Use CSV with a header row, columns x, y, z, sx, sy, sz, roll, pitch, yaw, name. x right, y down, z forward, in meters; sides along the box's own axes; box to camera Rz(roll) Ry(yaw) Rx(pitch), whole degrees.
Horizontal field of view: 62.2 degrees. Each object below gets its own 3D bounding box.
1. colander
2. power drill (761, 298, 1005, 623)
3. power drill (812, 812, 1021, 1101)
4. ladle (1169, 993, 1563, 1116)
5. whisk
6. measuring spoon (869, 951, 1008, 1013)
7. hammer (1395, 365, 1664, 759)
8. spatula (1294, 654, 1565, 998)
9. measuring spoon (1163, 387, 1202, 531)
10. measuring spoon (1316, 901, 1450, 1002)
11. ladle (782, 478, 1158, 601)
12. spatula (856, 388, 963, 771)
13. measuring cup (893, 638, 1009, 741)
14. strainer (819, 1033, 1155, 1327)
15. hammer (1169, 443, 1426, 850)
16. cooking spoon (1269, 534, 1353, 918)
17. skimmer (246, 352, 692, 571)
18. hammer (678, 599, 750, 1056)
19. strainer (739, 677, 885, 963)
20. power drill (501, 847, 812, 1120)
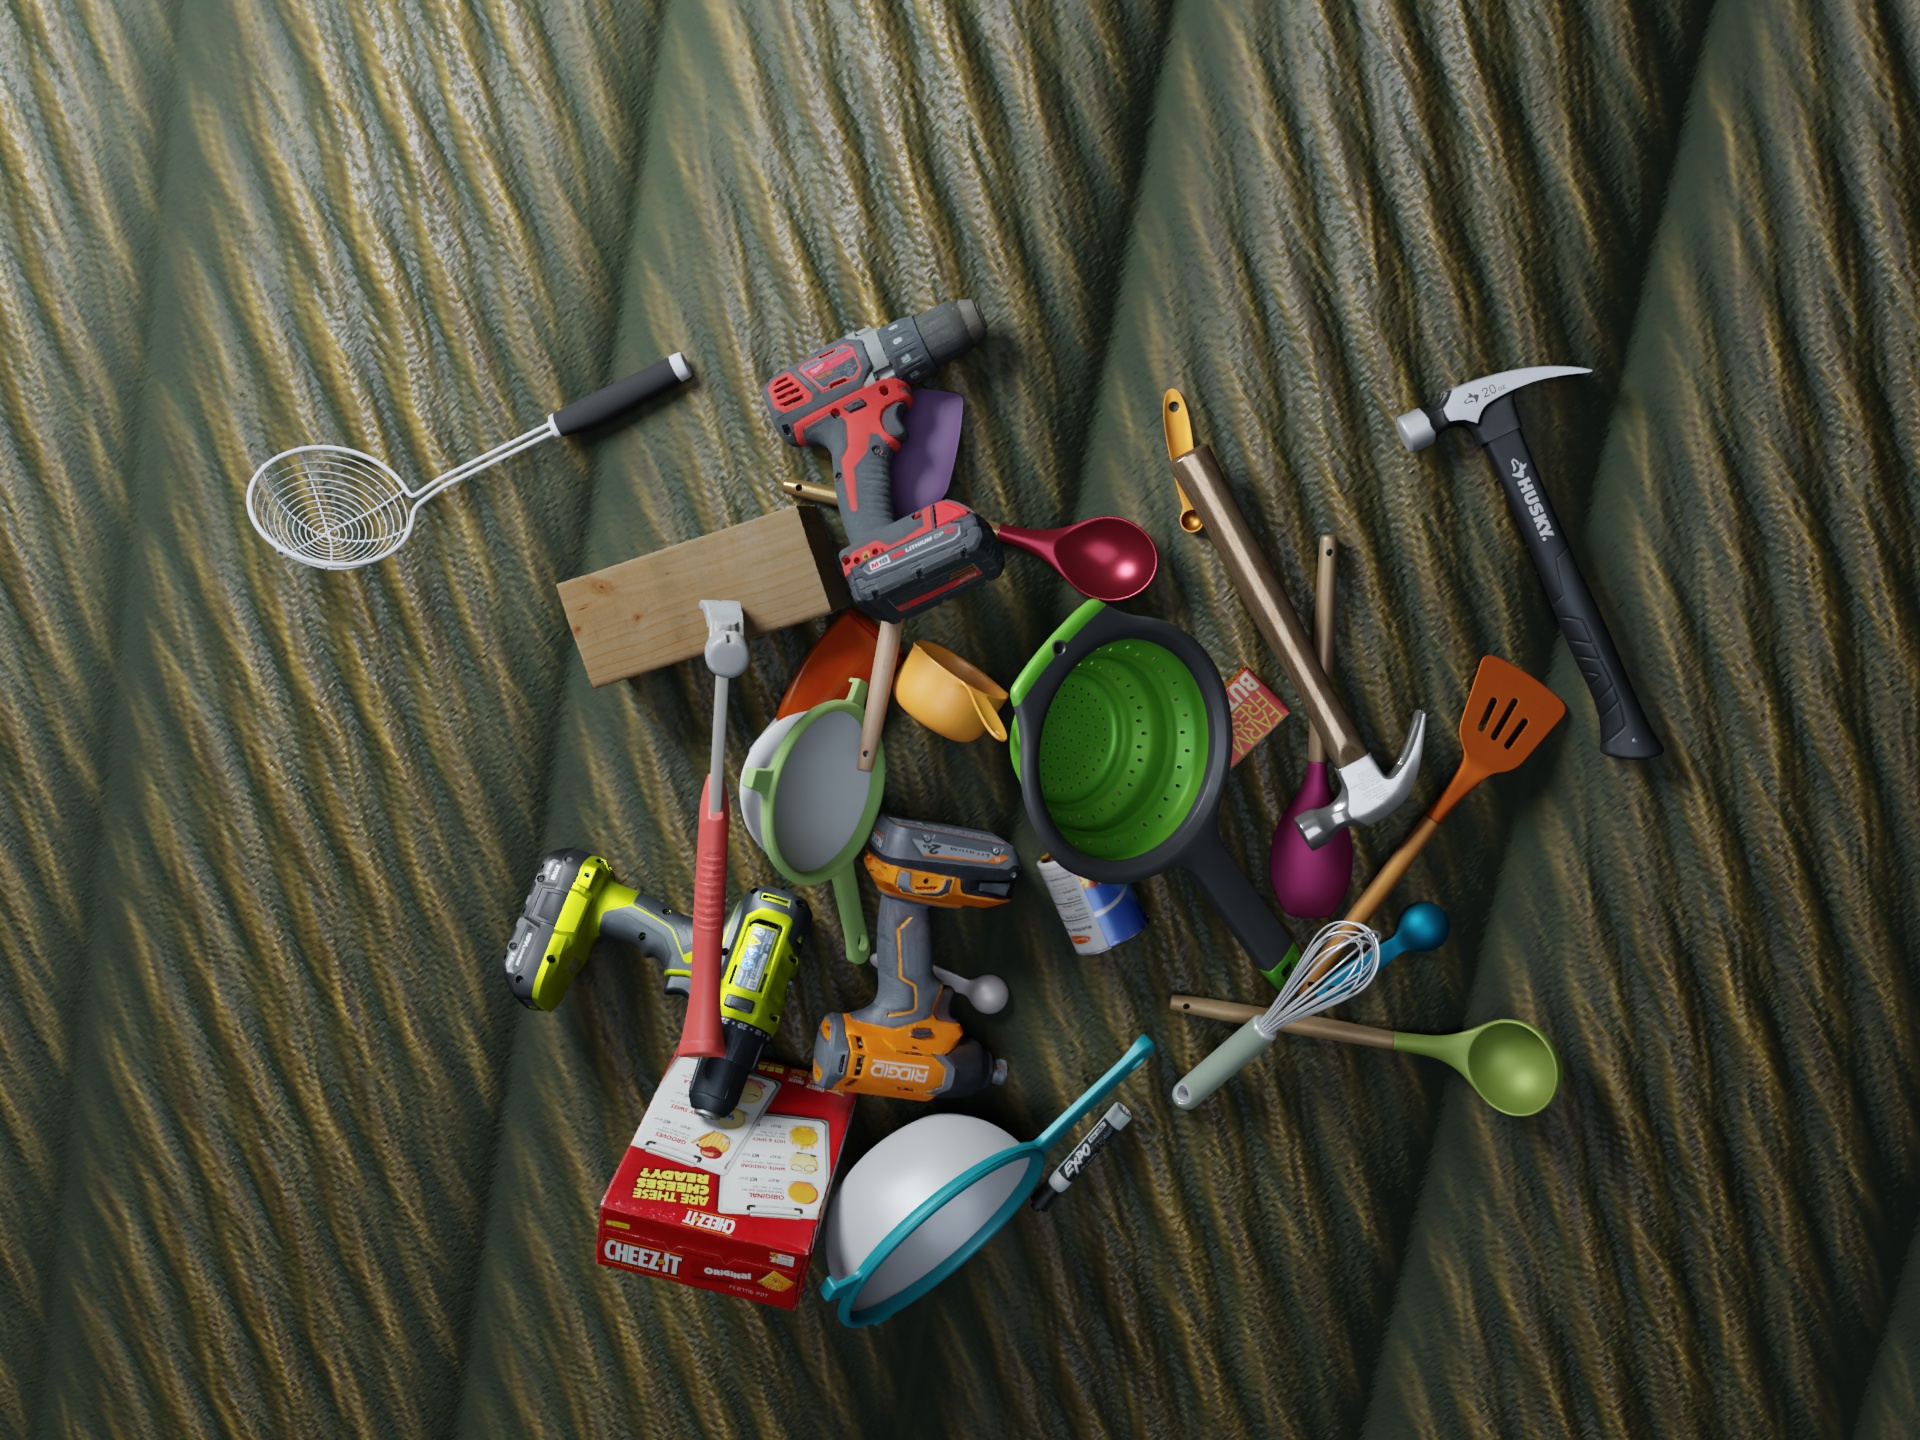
x,y,z,sx,sy,sz,roll,pitch,yaw,name
0.151,0.076,1.272,0.204,0.094,0.396,-48,119,-19,colander
-0.039,-0.211,1.247,0.188,0.080,0.227,-24,73,9,power drill
-0.020,0.202,1.310,0.164,0.084,0.226,12,93,-16,power drill
0.333,0.264,1.319,0.320,0.062,0.078,9,97,6,ladle
0.254,0.246,1.297,0.246,0.059,0.058,-50,54,31,whisk
-0.019,0.223,1.362,0.124,0.018,0.034,17,100,2,measuring spoon
0.479,-0.120,1.259,0.146,0.035,0.334,-25,95,9,hammer
0.373,0.098,1.308,0.081,0.041,0.322,33,104,-1,spatula
0.180,-0.210,1.287,0.021,0.011,0.117,-9,94,7,measuring spoon
0.351,0.198,1.317,0.128,0.021,0.042,-35,96,3,measuring spoon
0.006,-0.158,1.301,0.315,0.031,0.069,13,90,5,ladle
-0.050,-0.115,1.280,0.060,0.018,0.316,9,84,11,spatula
-0.002,-0.004,1.254,0.095,0.174,0.052,28,105,-24,measuring cup
0.010,0.355,1.329,0.340,0.210,0.095,-40,63,-10,strainer
0.261,-0.069,1.265,0.130,0.031,0.331,-28,94,4,hammer
0.293,0.008,1.302,0.069,0.017,0.319,1,99,3,cooking spoon
-0.397,-0.228,1.294,0.363,0.090,0.127,-24,64,6,skimmer
-0.190,0.090,1.218,0.036,0.149,0.359,2,106,-12,hammer
-0.122,0.095,1.308,0.069,0.151,0.256,14,130,31,strainer
-0.254,0.212,1.321,0.228,0.080,0.191,16,68,5,power drill
